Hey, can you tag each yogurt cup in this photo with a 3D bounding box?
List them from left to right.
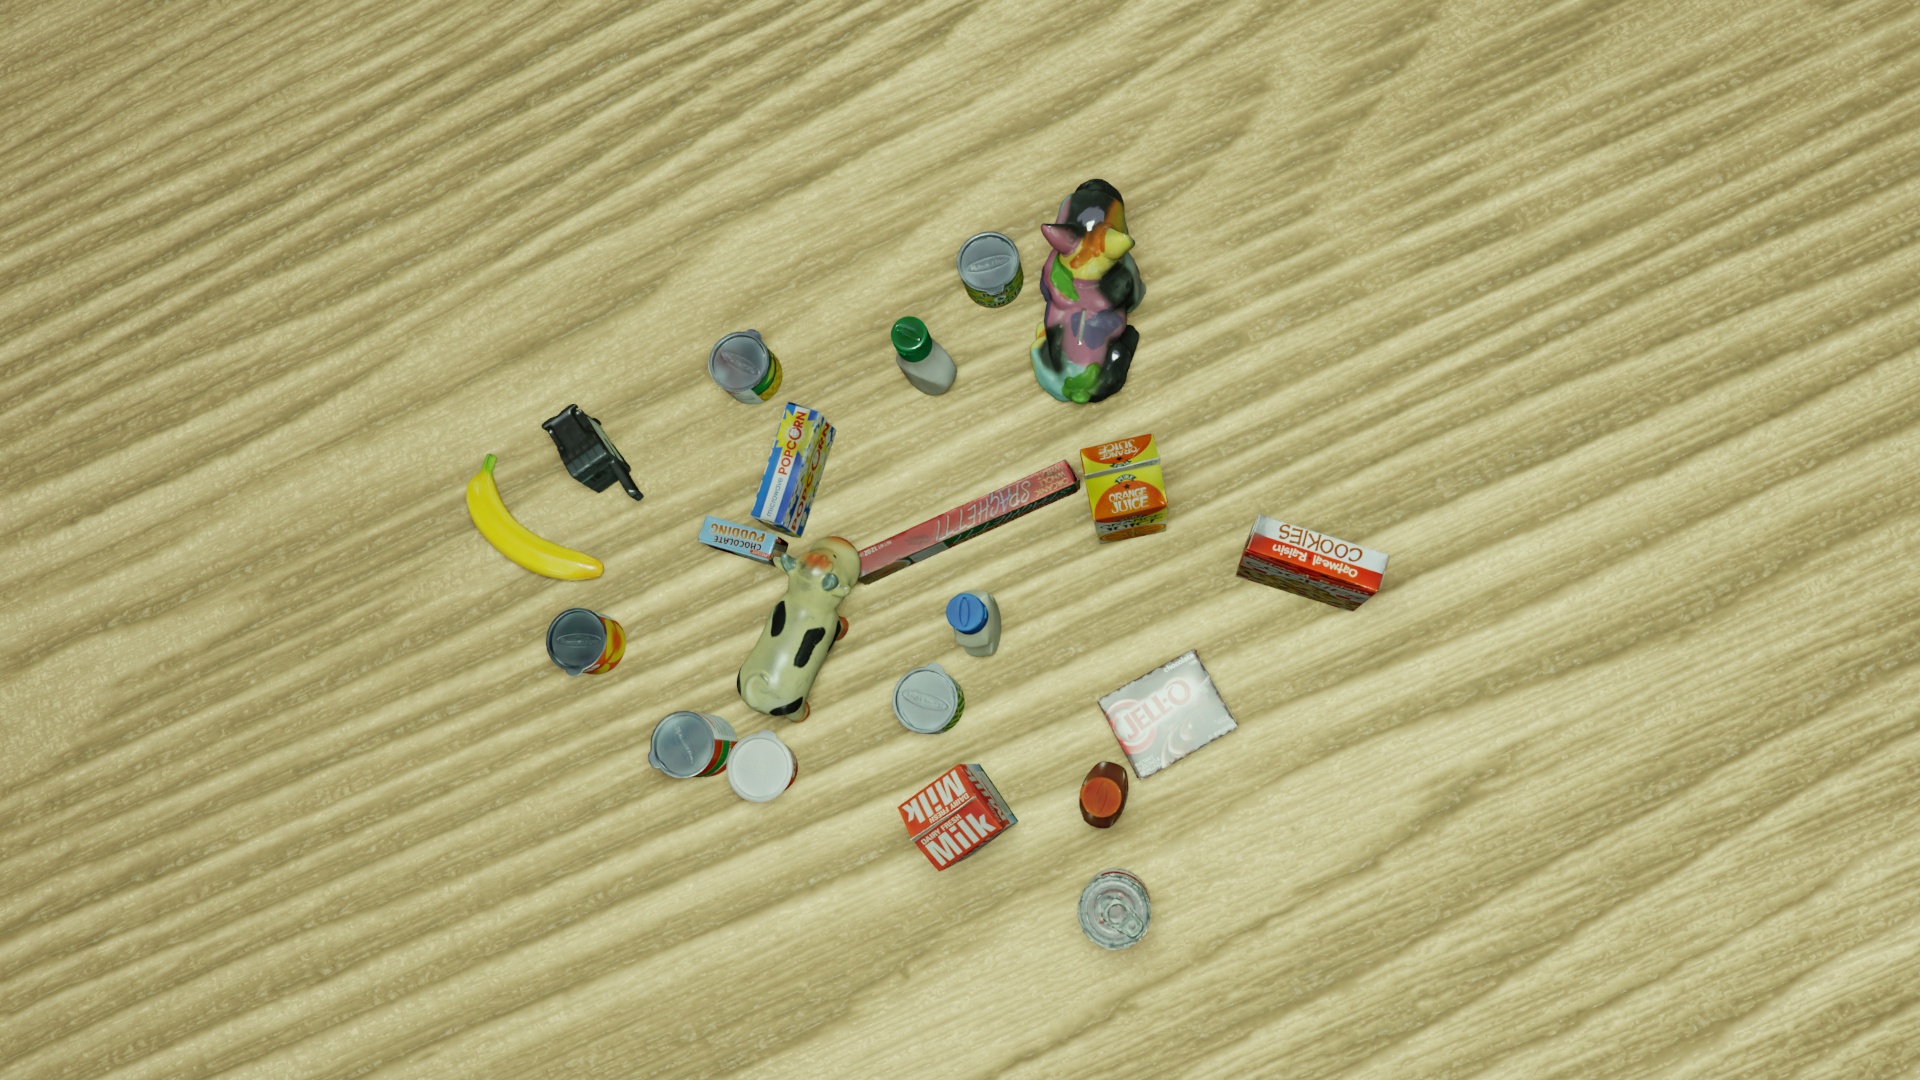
[{"bbox_3d":[-0.199,0.232,1.417,0.072,0.054,0.072,-1,80,7],"label":"yogurt cup"}]

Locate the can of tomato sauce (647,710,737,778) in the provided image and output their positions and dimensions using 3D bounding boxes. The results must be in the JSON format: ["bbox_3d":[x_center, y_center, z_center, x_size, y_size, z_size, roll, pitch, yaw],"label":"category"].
[{"bbox_3d":[-0.272,0.210,1.416,0.071,0.083,0.071,-1,80,8],"label":"can of tomato sauce"}]

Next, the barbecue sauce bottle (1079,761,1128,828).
[{"bbox_3d":[0.136,0.243,1.322,0.044,0.148,0.065,13,83,10],"label":"barbecue sauce bottle"}]

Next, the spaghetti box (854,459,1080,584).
[{"bbox_3d":[0.005,-0.018,1.436,0.250,0.050,0.029,-24,78,3],"label":"spaghetti box"}]

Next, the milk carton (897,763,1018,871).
[{"bbox_3d":[-0.003,0.260,1.316,0.072,0.190,0.073,-35,78,1],"label":"milk carton"}]

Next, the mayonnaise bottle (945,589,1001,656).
[{"bbox_3d":[0.013,0.078,1.368,0.041,0.148,0.065,-1,80,8],"label":"mayonnaise bottle"}]

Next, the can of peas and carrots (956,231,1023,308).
[{"bbox_3d":[0.033,-0.284,1.475,0.071,0.058,0.071,-1,80,7],"label":"can of peas and carrots"}]

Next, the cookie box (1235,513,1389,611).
[{"bbox_3d":[0.331,0.025,1.325,0.123,0.167,0.040,18,84,10],"label":"cookie box"}]

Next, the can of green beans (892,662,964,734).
[{"bbox_3d":[-0.031,0.163,1.405,0.071,0.057,0.071,-1,80,7],"label":"can of green beans"}]

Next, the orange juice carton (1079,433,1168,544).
[{"bbox_3d":[0.159,-0.051,1.348,0.072,0.192,0.073,-12,79,6],"label":"orange juice carton"}]

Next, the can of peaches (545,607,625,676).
[{"bbox_3d":[-0.394,0.109,1.463,0.071,0.058,0.071,-1,80,7],"label":"can of peaches"}]

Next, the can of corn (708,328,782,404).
[{"bbox_3d":[-0.229,-0.187,1.493,0.071,0.058,0.071,-1,80,7],"label":"can of corn"}]

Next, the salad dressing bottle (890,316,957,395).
[{"bbox_3d":[-0.040,-0.189,1.422,0.064,0.147,0.044,28,86,11],"label":"salad dressing bottle"}]

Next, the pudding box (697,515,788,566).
[{"bbox_3d":[-0.229,0.001,1.464,0.084,0.049,0.030,16,83,10],"label":"pudding box"}]

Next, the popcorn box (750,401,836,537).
[{"bbox_3d":[-0.174,-0.072,1.451,0.038,0.085,0.127,16,83,10],"label":"popcorn box"}]
